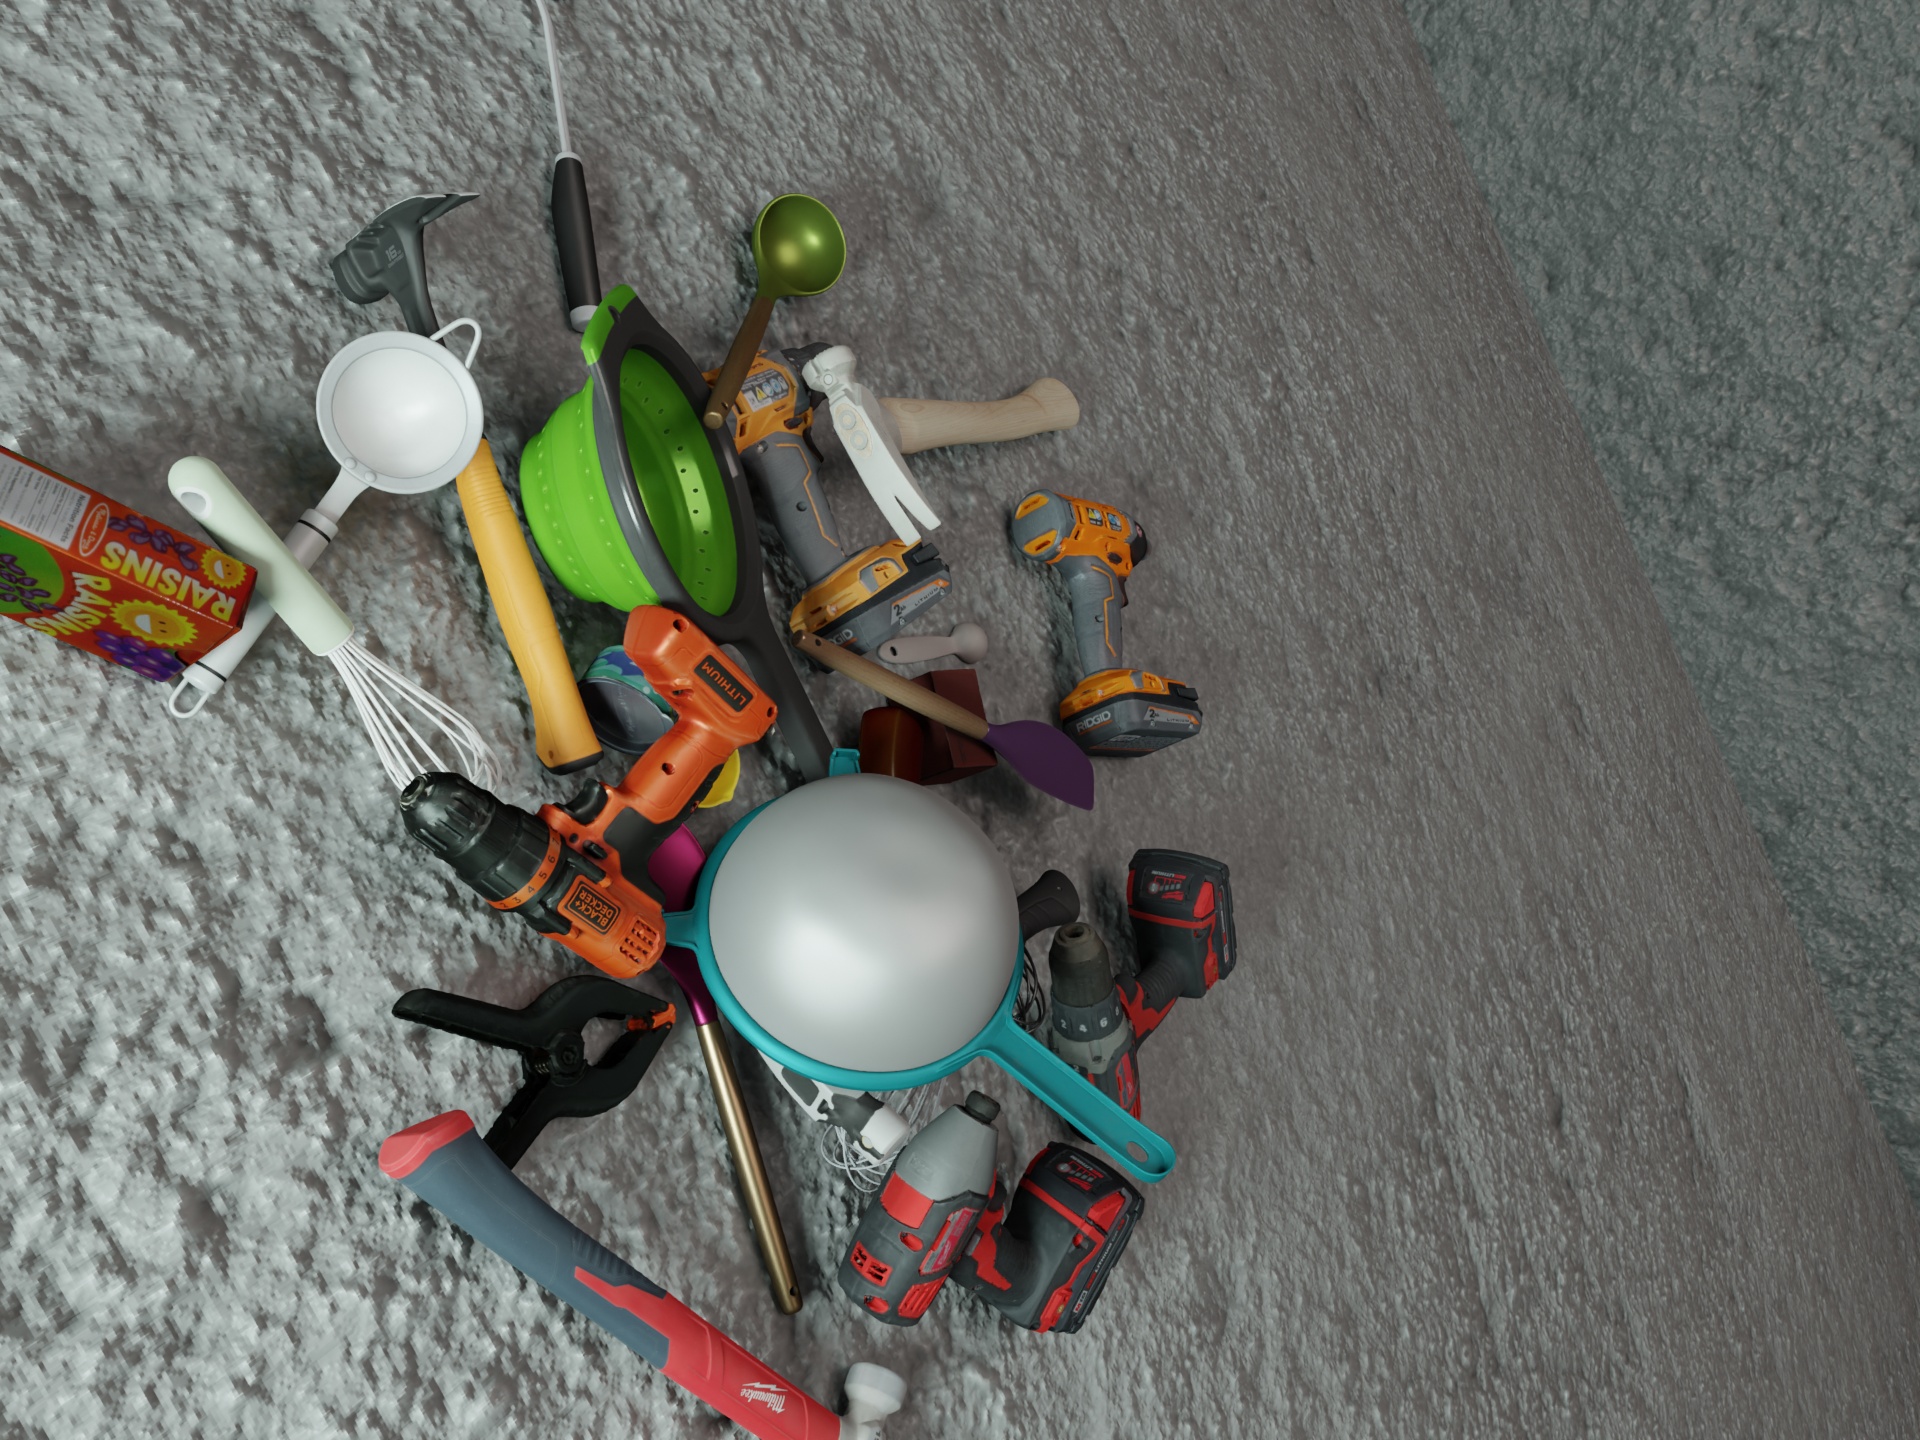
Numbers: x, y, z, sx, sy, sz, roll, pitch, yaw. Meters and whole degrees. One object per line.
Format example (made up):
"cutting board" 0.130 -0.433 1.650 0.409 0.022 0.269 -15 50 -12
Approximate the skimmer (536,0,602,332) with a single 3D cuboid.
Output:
"skimmer" -0.251 -0.447 1.095 0.127 0.090 0.363 38 42 -76

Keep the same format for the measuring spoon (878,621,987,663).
"measuring spoon" -0.018 -0.059 1.248 0.124 0.018 0.034 -10 82 -49

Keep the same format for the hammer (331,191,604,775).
"hammer" -0.273 -0.131 0.926 0.034 0.127 0.337 -23 98 -45

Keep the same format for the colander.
"colander" -0.178 -0.072 1.025 0.205 0.094 0.396 -85 157 -55

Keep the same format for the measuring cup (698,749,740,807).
"measuring cup" -0.198 0.060 0.993 0.156 0.029 0.062 -51 119 -34

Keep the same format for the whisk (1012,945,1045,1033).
"whisk" 0.001 0.125 1.100 0.055 0.055 0.239 29 22 -38

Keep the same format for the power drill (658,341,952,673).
"power drill" -0.099 -0.168 1.160 0.226 0.084 0.185 57 39 -7

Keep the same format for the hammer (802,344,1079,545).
"hammer" 0.017 -0.233 1.285 0.146 0.038 0.410 60 28 2

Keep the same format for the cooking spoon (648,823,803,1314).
"cooking spoon" -0.148 0.209 0.972 0.068 0.017 0.319 -17 90 -47

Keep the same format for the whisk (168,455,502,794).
"whisk" -0.320 -0.037 0.828 0.246 0.058 0.059 59 27 -35

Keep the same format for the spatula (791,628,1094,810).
"spatula" -0.002 -0.004 1.160 0.315 0.018 0.060 26 55 -41

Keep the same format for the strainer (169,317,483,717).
"strainer" -0.337 -0.110 0.843 0.086 0.050 0.258 39 70 -27

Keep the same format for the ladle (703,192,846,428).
"ladle" -0.135 -0.290 1.124 0.078 0.062 0.320 47 28 -26

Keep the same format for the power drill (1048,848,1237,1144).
"power drill" 0.133 0.189 1.227 0.227 0.080 0.187 -47 135 -46

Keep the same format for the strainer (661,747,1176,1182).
"strainer" 0.000 0.145 0.946 0.340 0.095 0.211 37 51 11

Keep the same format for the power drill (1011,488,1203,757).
"power drill" 0.136 -0.086 1.390 0.164 0.084 0.227 3 68 -49

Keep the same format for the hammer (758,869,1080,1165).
"hammer" -0.014 0.171 1.094 0.146 0.035 0.335 40 33 16

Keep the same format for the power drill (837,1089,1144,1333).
"power drill" 0.024 0.317 1.018 0.219 0.079 0.143 33 84 -51

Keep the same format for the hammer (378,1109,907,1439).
"hammer" -0.169 0.344 0.861 0.386 0.038 0.143 49 44 -30

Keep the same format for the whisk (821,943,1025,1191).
"whisk" -0.013 0.217 1.108 0.070 0.070 0.285 59 35 -13
